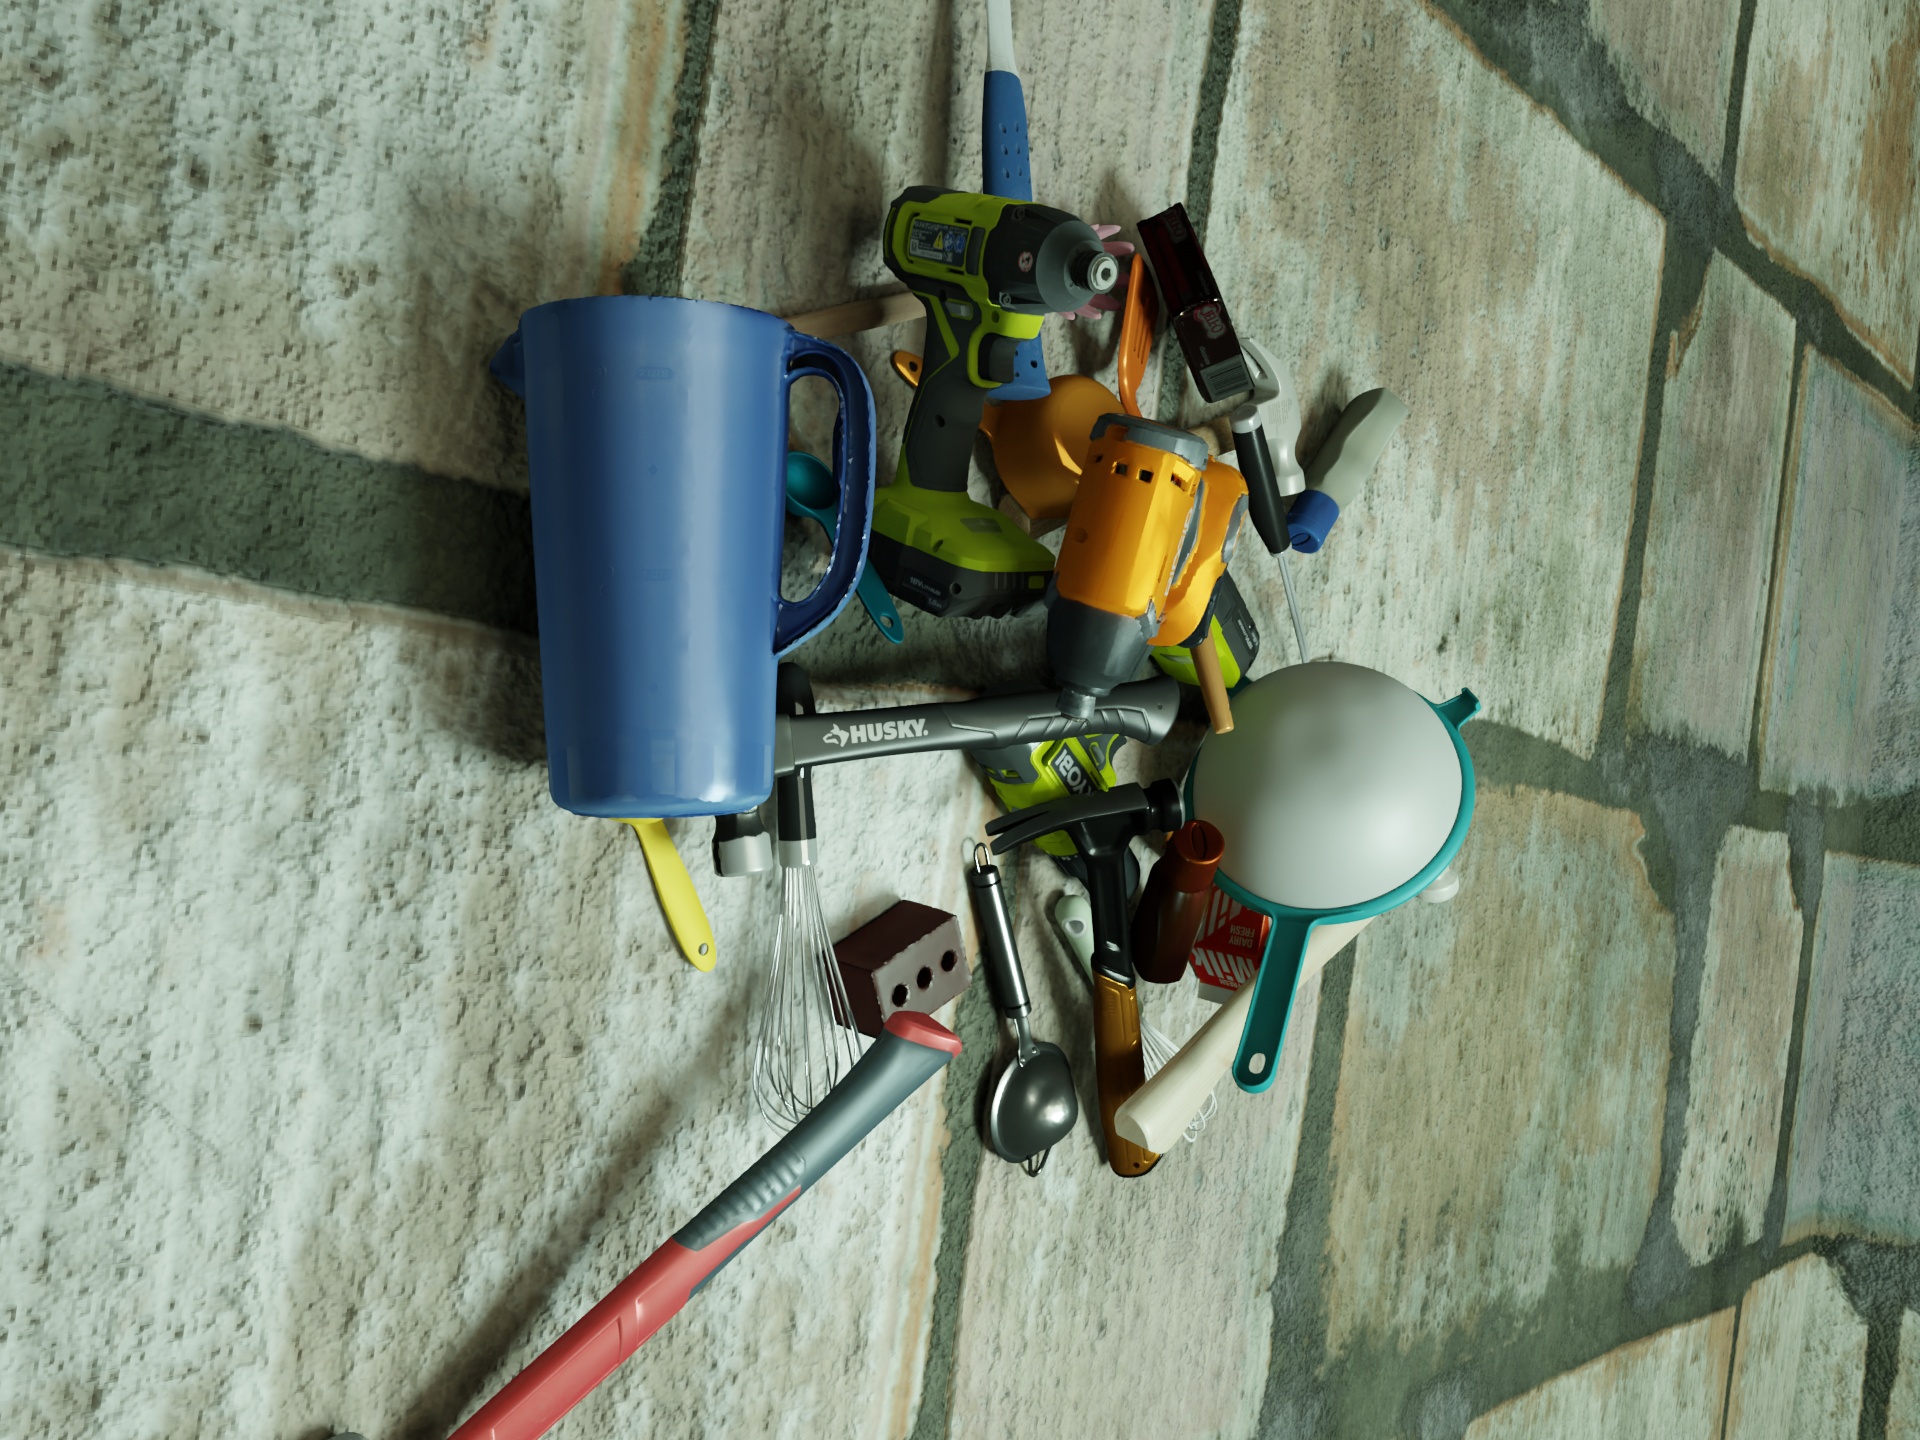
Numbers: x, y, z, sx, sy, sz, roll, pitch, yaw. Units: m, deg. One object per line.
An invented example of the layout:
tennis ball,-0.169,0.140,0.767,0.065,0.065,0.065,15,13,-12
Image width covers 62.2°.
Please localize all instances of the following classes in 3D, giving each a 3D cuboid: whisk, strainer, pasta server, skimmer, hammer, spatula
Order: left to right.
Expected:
hammer,-0.143,0.301,0.844,0.386,0.038,0.143,-39,123,-20
whisk,-0.093,0.108,0.923,0.070,0.070,0.284,-5,93,-45
pasta server,-0.007,-0.259,0.977,0.316,0.040,0.060,-25,121,-40
hammer,-0.001,-0.003,0.942,0.334,0.035,0.146,-6,89,-34
hammer,0.020,-0.399,0.957,0.144,0.035,0.405,-3,90,-45
strainer,0.041,0.203,1.079,0.087,0.050,0.258,-27,110,-42
hammer,0.099,0.192,1.096,0.127,0.034,0.336,-12,122,-5
whisk,0.127,0.220,1.168,0.246,0.058,0.059,61,20,-27
hammer,0.144,-0.190,1.143,0.331,0.031,0.130,-27,113,-40
spatula,0.144,-0.149,1.059,0.081,0.041,0.323,23,53,-71
strainer,0.234,0.085,1.106,0.341,0.211,0.095,-69,150,-27
hammer,0.250,0.168,1.177,0.410,0.038,0.146,-35,124,-34
skimmer,0.290,-0.091,1.238,0.127,0.090,0.362,-70,146,-45

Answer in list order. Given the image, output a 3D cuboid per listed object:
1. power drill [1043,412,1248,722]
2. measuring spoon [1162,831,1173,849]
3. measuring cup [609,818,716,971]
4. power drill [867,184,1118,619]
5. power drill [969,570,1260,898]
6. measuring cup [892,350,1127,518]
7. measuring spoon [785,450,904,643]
power drill,0.103,-0.087,0.922,0.226,0.084,0.164,-20,127,-73
measuring spoon,0.161,0.094,1.167,0.021,0.011,0.116,-63,163,-6
measuring cup,-0.156,0.072,0.866,0.062,0.029,0.156,-34,115,-38
power drill,0.011,-0.176,0.889,0.080,0.171,0.223,-5,113,-36
power drill,0.113,-0.003,1.103,0.228,0.080,0.190,-53,129,-24
measuring cup,0.038,-0.193,0.999,0.173,0.052,0.095,26,68,-33
measuring spoon,-0.071,-0.095,0.906,0.042,0.021,0.129,-22,79,-46
